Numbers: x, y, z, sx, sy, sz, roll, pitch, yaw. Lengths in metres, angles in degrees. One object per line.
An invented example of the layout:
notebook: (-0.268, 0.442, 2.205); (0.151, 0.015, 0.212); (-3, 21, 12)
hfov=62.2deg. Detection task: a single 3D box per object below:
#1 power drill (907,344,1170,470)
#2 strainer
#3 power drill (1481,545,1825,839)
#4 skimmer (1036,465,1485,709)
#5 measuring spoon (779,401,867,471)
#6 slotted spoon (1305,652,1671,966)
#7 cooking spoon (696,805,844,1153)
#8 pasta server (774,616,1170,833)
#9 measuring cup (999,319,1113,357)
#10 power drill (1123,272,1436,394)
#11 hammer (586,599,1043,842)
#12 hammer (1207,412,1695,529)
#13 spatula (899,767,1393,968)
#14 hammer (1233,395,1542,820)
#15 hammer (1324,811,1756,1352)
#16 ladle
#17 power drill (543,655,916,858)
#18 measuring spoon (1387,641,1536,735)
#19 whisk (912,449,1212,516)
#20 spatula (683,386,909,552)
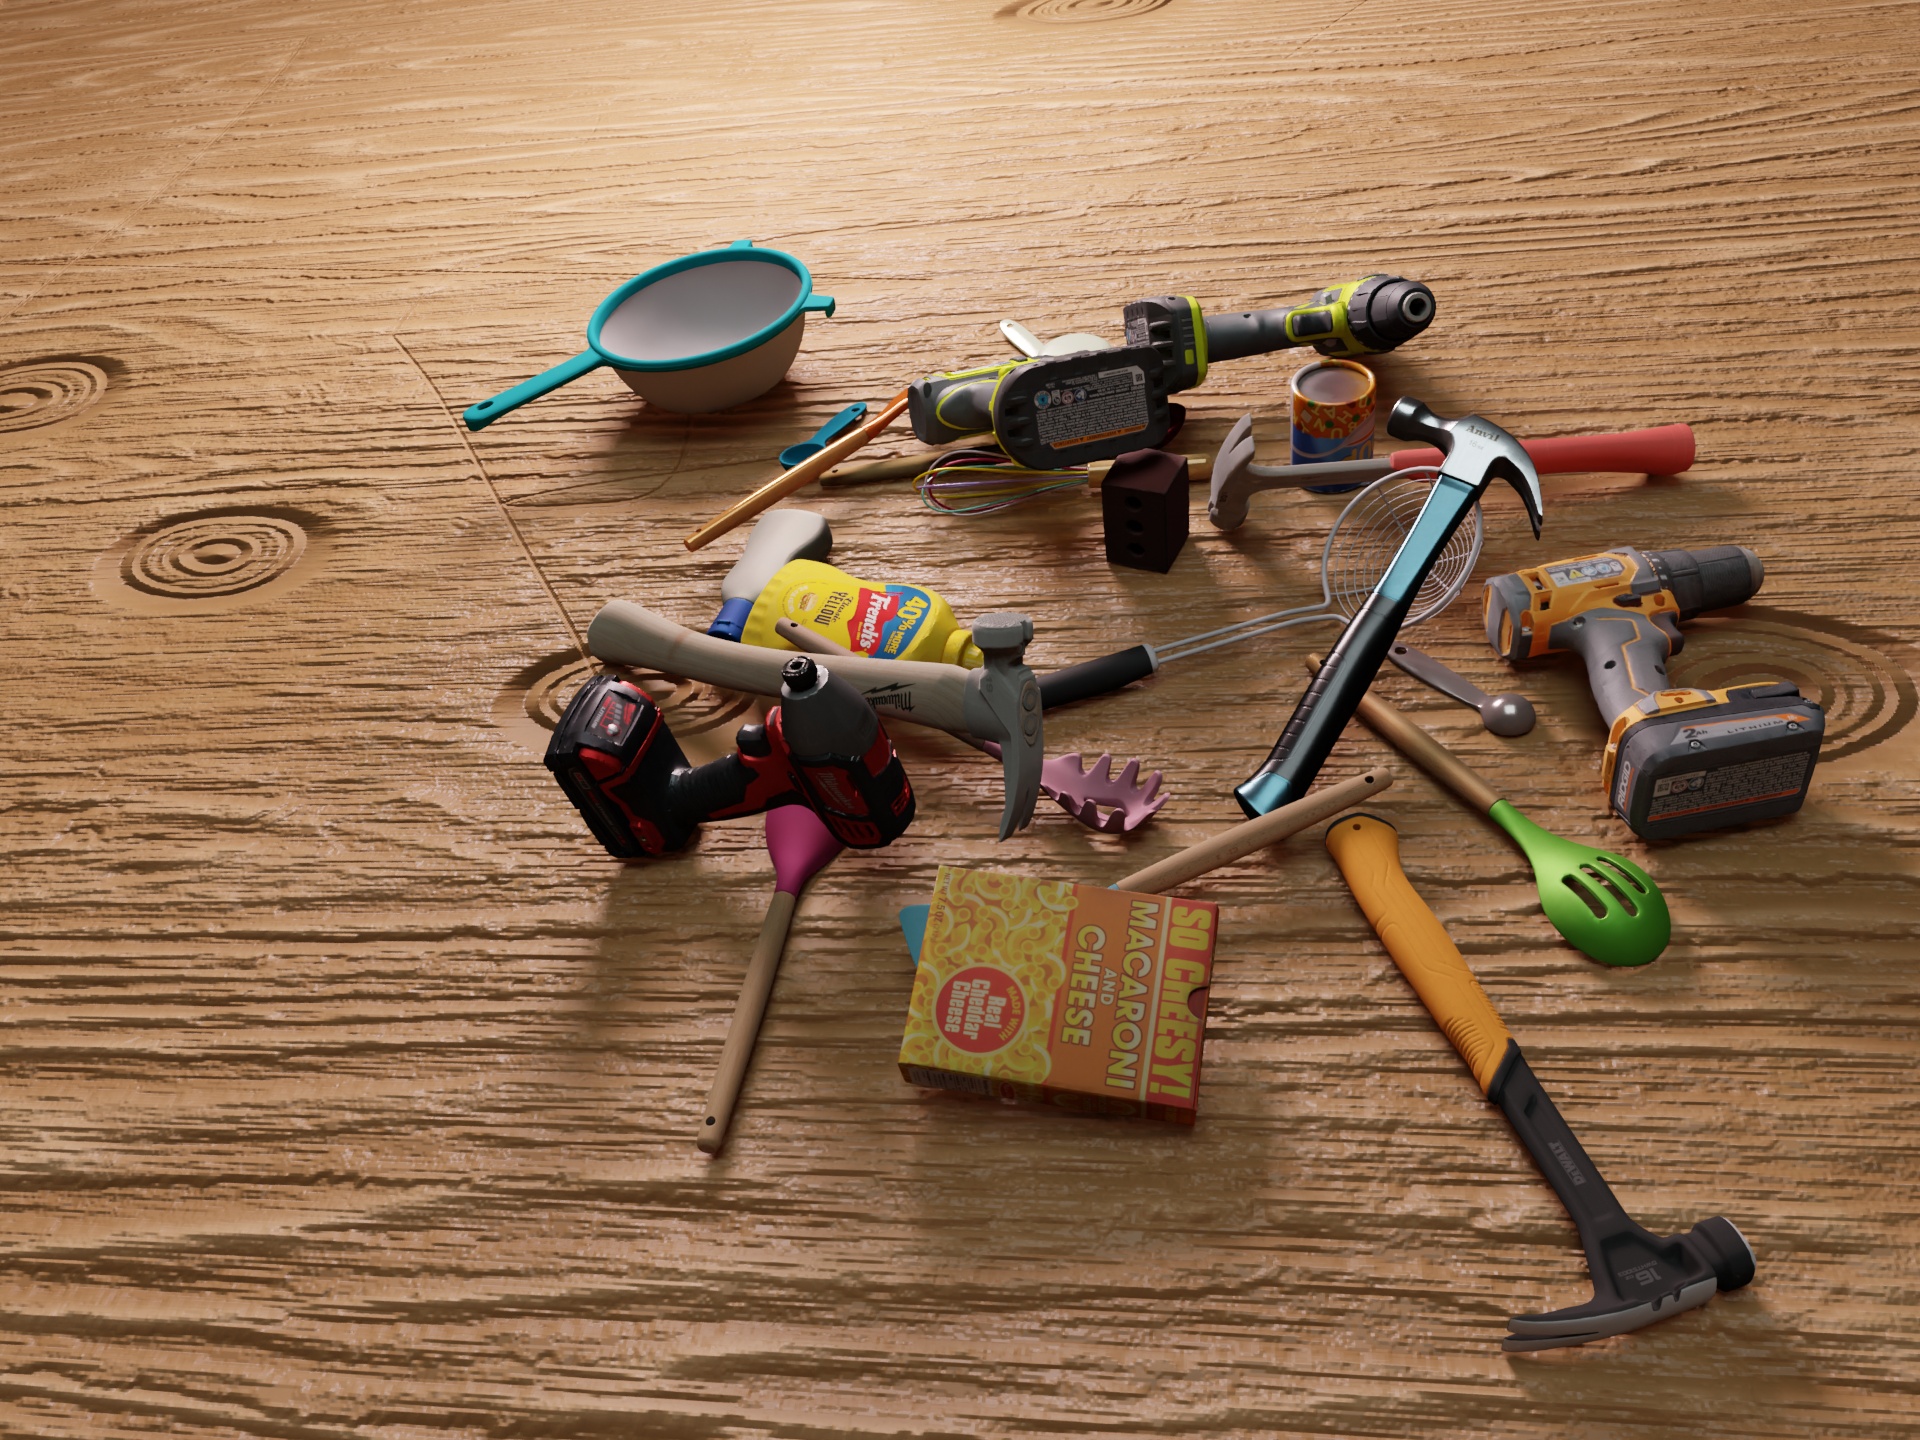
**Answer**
power drill: (0.069, -0.255, 1.261); (0.171, 0.080, 0.223); (-14, 18, -15)
strainer: (-0.283, -0.316, 1.456); (0.340, 0.095, 0.211); (-30, 44, -16)
power drill: (0.466, -0.036, 1.030); (0.185, 0.084, 0.226); (-11, 40, -1)
skimmer: (0.189, -0.082, 1.121); (0.363, 0.090, 0.127); (-17, 48, -6)
measuring spoon: (-0.115, -0.247, 1.410); (0.042, 0.021, 0.129); (9, 39, 26)
slotted spoon: (0.322, 0.042, 1.015); (0.070, 0.031, 0.314); (-27, 45, -15)
cooking spoon: (-0.118, 0.133, 1.018); (0.069, 0.017, 0.319); (1, 44, 12)
pasta server: (-0.002, -0.003, 1.087); (0.316, 0.040, 0.060); (29, 41, 22)
measuring cup: (0.080, -0.339, 1.441); (0.083, 0.038, 0.168); (-27, 48, -16)
power drill: (0.260, -0.320, 1.301); (0.228, 0.080, 0.191); (-9, 12, -4)
hammer: (-0.117, -0.023, 1.122); (0.411, 0.146, 0.038); (11, 22, 37)
hammer: (0.369, -0.196, 1.187); (0.359, 0.149, 0.037); (-5, 75, -1)
spatula: (0.122, 0.094, 0.975); (0.317, 0.044, 0.082); (-24, 60, -3)
hammer: (0.276, -0.067, 1.055); (0.128, 0.033, 0.331); (27, 75, 25)
hammer: (0.280, 0.178, 0.880); (0.127, 0.034, 0.337); (-16, 44, -6)
ladle: (0.034, -0.226, 1.346); (0.315, 0.031, 0.069); (-7, 34, 7)
power drill: (-0.149, 0.022, 1.031); (0.220, 0.143, 0.079); (-4, 43, 24)
measuring spoon: (0.338, -0.029, 1.088); (0.034, 0.018, 0.124); (-34, 47, -21)
whisk: (0.083, -0.199, 1.298); (0.245, 0.047, 0.051); (-4, 43, 3)
spatula: (-0.097, -0.222, 1.348); (0.322, 0.041, 0.081); (-36, 38, -22)
